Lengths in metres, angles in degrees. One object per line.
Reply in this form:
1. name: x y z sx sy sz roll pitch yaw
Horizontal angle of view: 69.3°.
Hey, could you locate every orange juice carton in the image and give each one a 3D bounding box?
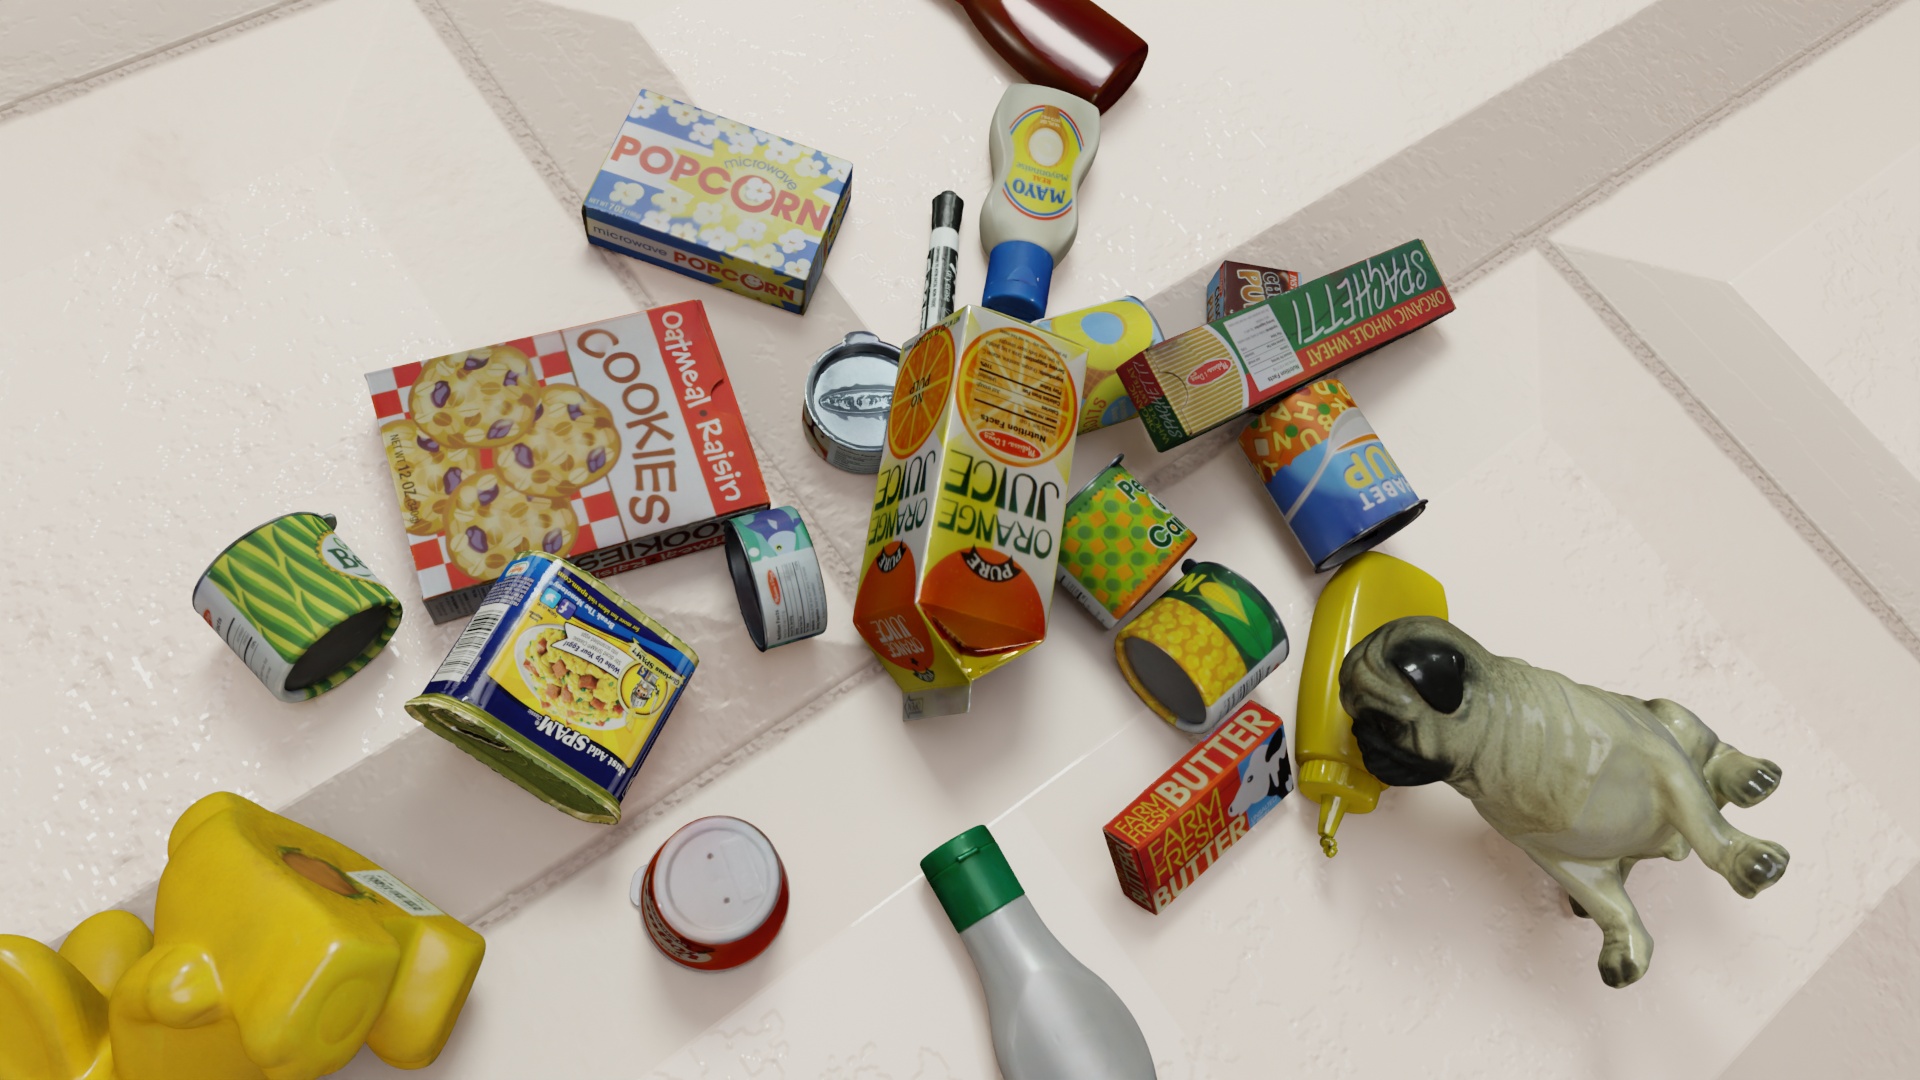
1. orange juice carton: 0.002 -0.008 0.675 0.073 0.071 0.193 17 73 -26

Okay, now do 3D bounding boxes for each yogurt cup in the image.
1. yogurt cup: -0.108 0.153 0.614 0.072 0.053 0.072 4 67 -10

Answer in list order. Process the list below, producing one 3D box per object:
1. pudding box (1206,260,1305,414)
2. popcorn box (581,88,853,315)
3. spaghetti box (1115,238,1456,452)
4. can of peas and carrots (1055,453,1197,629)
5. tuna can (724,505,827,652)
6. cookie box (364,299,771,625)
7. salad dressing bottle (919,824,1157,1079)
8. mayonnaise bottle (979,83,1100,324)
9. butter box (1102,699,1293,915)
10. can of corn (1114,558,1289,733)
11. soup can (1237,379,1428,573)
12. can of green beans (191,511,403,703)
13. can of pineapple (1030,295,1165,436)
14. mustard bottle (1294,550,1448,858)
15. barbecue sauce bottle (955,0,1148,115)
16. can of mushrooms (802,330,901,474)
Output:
1. pudding box: 0.168 -0.115 0.794 0.050 0.030 0.084 9 66 -8
2. popcorn box: -0.131 -0.186 0.762 0.127 0.038 0.085 19 65 -3
3. spaghetti box: 0.185 -0.111 0.756 0.251 0.028 0.050 -25 87 -36
4. can of peas and carrots: 0.079 0.001 0.706 0.059 0.070 0.071 44 67 8
5. tuna can: -0.090 0.017 0.671 0.033 0.070 0.071 -15 71 -17
6. cookie box: -0.192 -0.043 0.688 0.168 0.040 0.123 -16 71 -17
7. salad dressing bottle: 0.033 0.201 0.627 0.064 0.043 0.148 -26 73 -18
8. mayonnaise bottle: 0.041 -0.191 0.795 0.065 0.041 0.148 13 65 -7
9. butter box: 0.117 0.128 0.668 0.104 0.053 0.024 -36 40 -22
10. can of corn: 0.118 0.052 0.694 0.058 0.071 0.071 -38 79 -22
11. soup can: 0.199 -0.036 0.744 0.071 0.071 0.084 -23 73 -19
12. can of green beans: -0.296 0.030 0.623 0.058 0.071 0.071 44 67 8
13. can of pineapple: 0.073 -0.091 0.745 0.058 0.070 0.071 -18 72 -16
14. mustard bottle: 0.201 0.085 0.705 0.065 0.048 0.161 26 65 -6
15. barbecue sauce bottle: 0.040 -0.321 0.850 0.148 0.043 0.065 40 66 8
16. can of mushrooms: -0.050 -0.072 0.732 0.071 0.033 0.071 4 67 -9
